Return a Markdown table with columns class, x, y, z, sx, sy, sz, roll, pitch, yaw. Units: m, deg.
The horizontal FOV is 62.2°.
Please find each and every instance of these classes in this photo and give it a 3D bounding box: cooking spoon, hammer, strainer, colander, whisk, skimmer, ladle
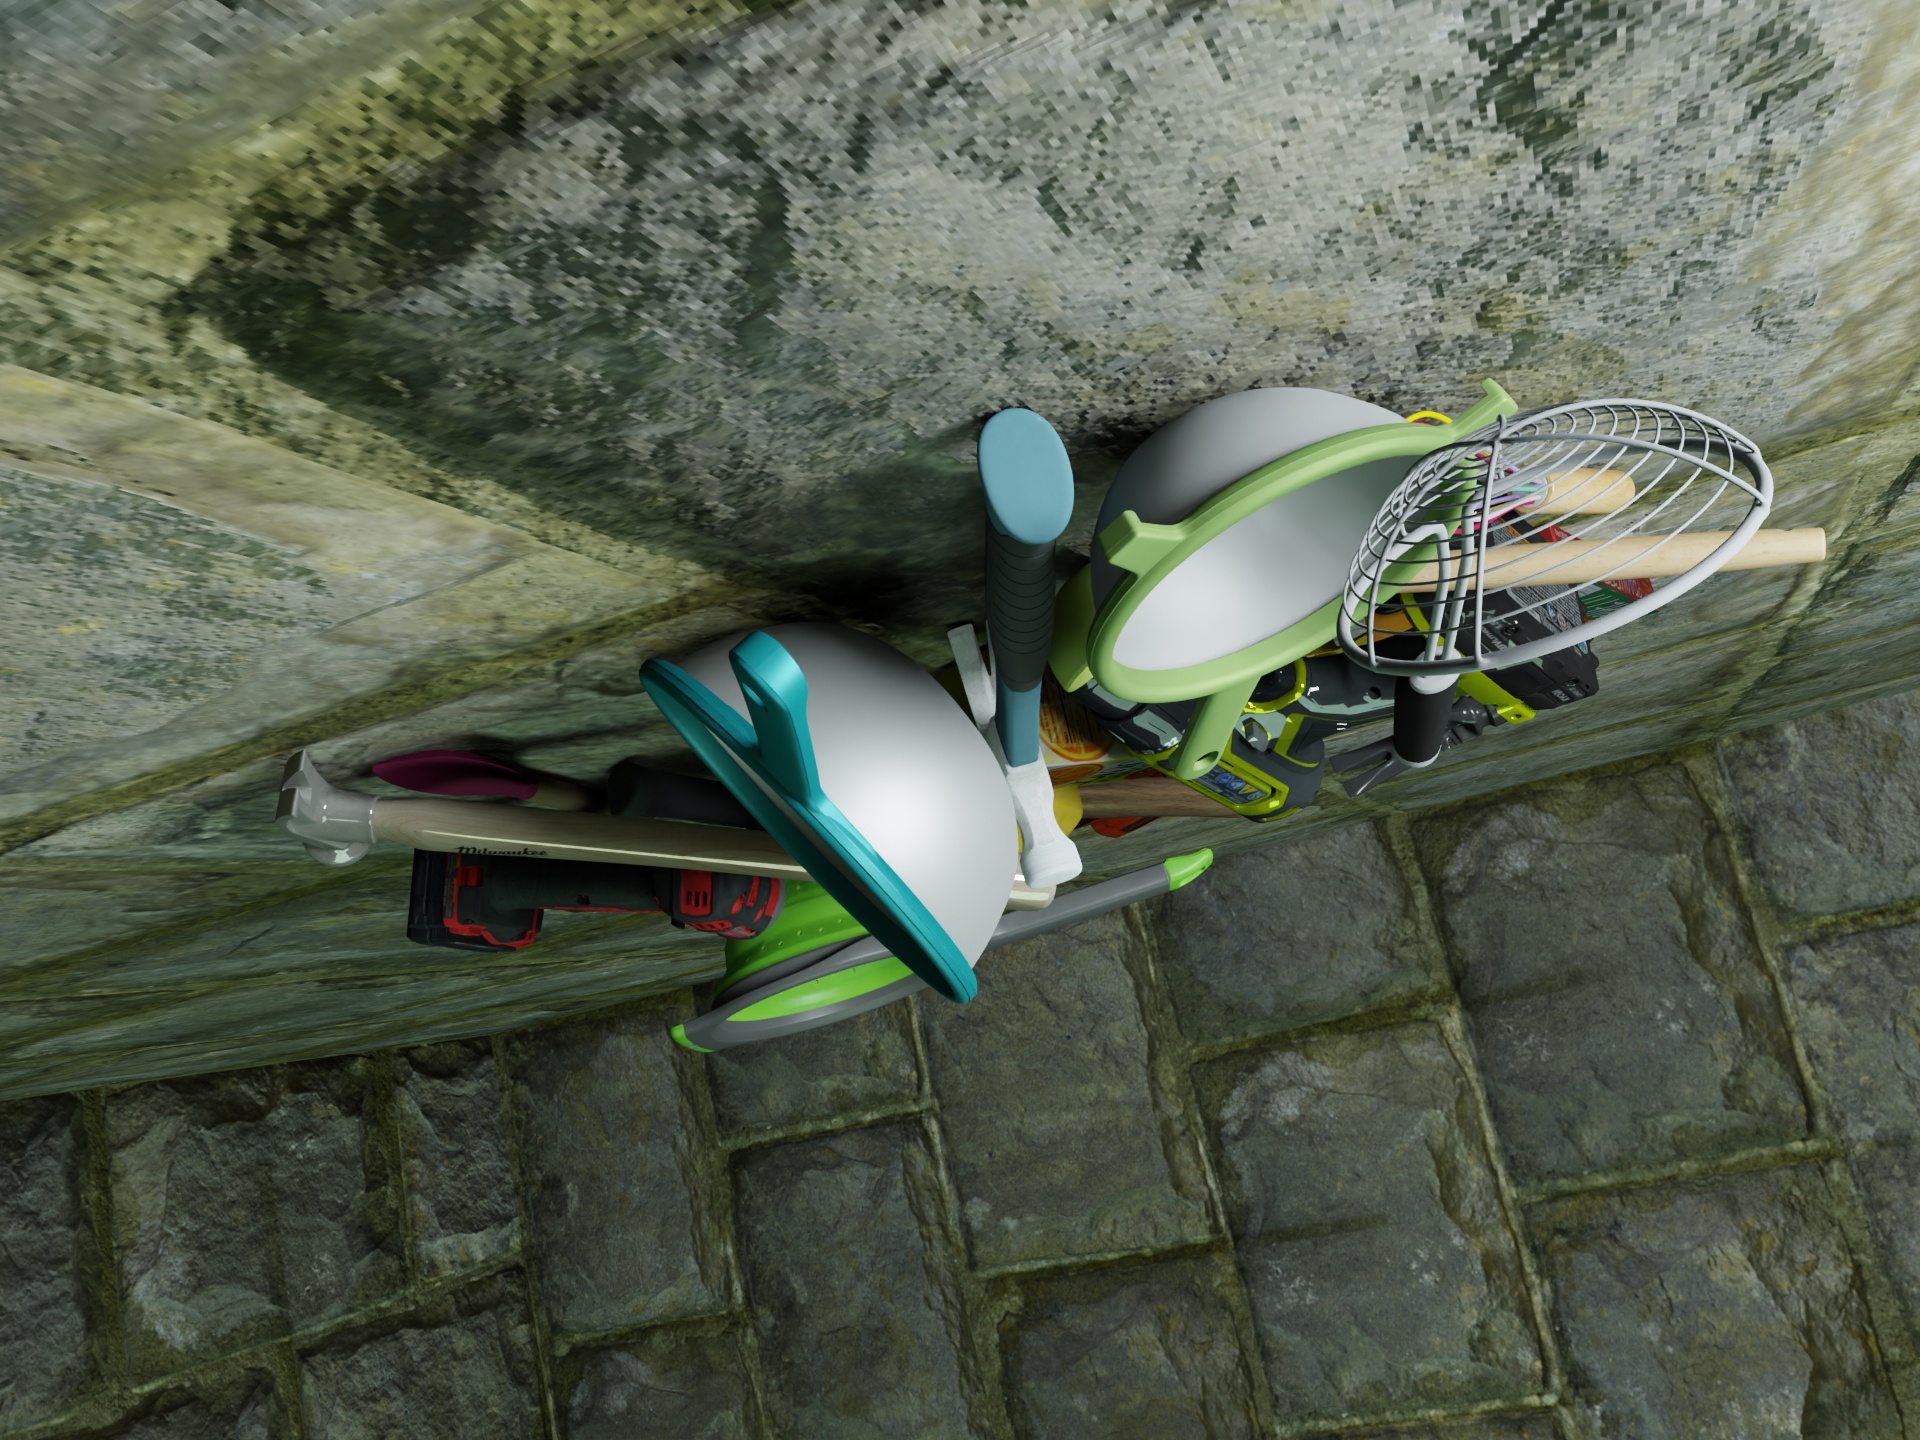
| class | x | y | z | sx | sy | sz | roll | pitch | yaw |
| --- | --- | --- | --- | --- | --- | --- | --- | --- | --- |
| cooking spoon | -0.246 | 0.042 | 0.941 | 0.069 | 0.017 | 0.318 | -7 | 170 | 10 |
| hammer | 0.025 | -0.028 | 0.672 | 0.033 | 0.128 | 0.330 | -17 | 161 | -5 |
| hammer | -0.145 | 0.067 | 0.853 | 0.410 | 0.038 | 0.146 | 7 | 165 | -13 |
| hammer | 0.273 | -0.027 | 0.982 | 0.127 | 0.034 | 0.336 | -28 | 157 | 11 |
| strainer | 0.100 | -0.052 | 0.618 | 0.151 | 0.069 | 0.256 | -21 | 158 | -11 |
| hammer | 0.061 | 0.054 | 1.084 | 0.331 | 0.031 | 0.130 | 2 | 138 | -29 |
| colander | -0.020 | 0.128 | 1.136 | 0.397 | 0.095 | 0.204 | -18 | 162 | -2 |
| strainer | -0.040 | 0.005 | 0.666 | 0.095 | 0.211 | 0.340 | -44 | 169 | -13 |
| whisk | 0.238 | -0.103 | 0.685 | 0.051 | 0.047 | 0.245 | -6 | -179 | 44 |
| hammer | -0.106 | 0.062 | 1.077 | 0.146 | 0.035 | 0.334 | -25 | 158 | 29 |
| skimmer | 0.197 | -0.015 | 0.593 | 0.127 | 0.090 | 0.363 | -30 | 159 | 2 |
| ladle | 0.188 | -0.050 | 0.679 | 0.320 | 0.062 | 0.078 | -2 | -171 | 22 |

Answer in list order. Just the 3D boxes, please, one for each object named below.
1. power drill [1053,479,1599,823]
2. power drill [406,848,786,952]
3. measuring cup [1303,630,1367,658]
| class | x | y | z | sx | sy | sz | roll | pitch | yaw |
| --- | --- | --- | --- | --- | --- | --- | --- | --- | --- |
| power drill | 0.177 | -0.029 | 0.799 | 0.228 | 0.080 | 0.190 | -25 | 141 | 37 |
| power drill | -0.222 | 0.106 | 1.008 | 0.219 | 0.078 | 0.143 | -1 | 168 | 9 |
| measuring cup | 0.242 | -0.063 | 0.957 | 0.156 | 0.029 | 0.062 | -29 | 162 | 19 |
